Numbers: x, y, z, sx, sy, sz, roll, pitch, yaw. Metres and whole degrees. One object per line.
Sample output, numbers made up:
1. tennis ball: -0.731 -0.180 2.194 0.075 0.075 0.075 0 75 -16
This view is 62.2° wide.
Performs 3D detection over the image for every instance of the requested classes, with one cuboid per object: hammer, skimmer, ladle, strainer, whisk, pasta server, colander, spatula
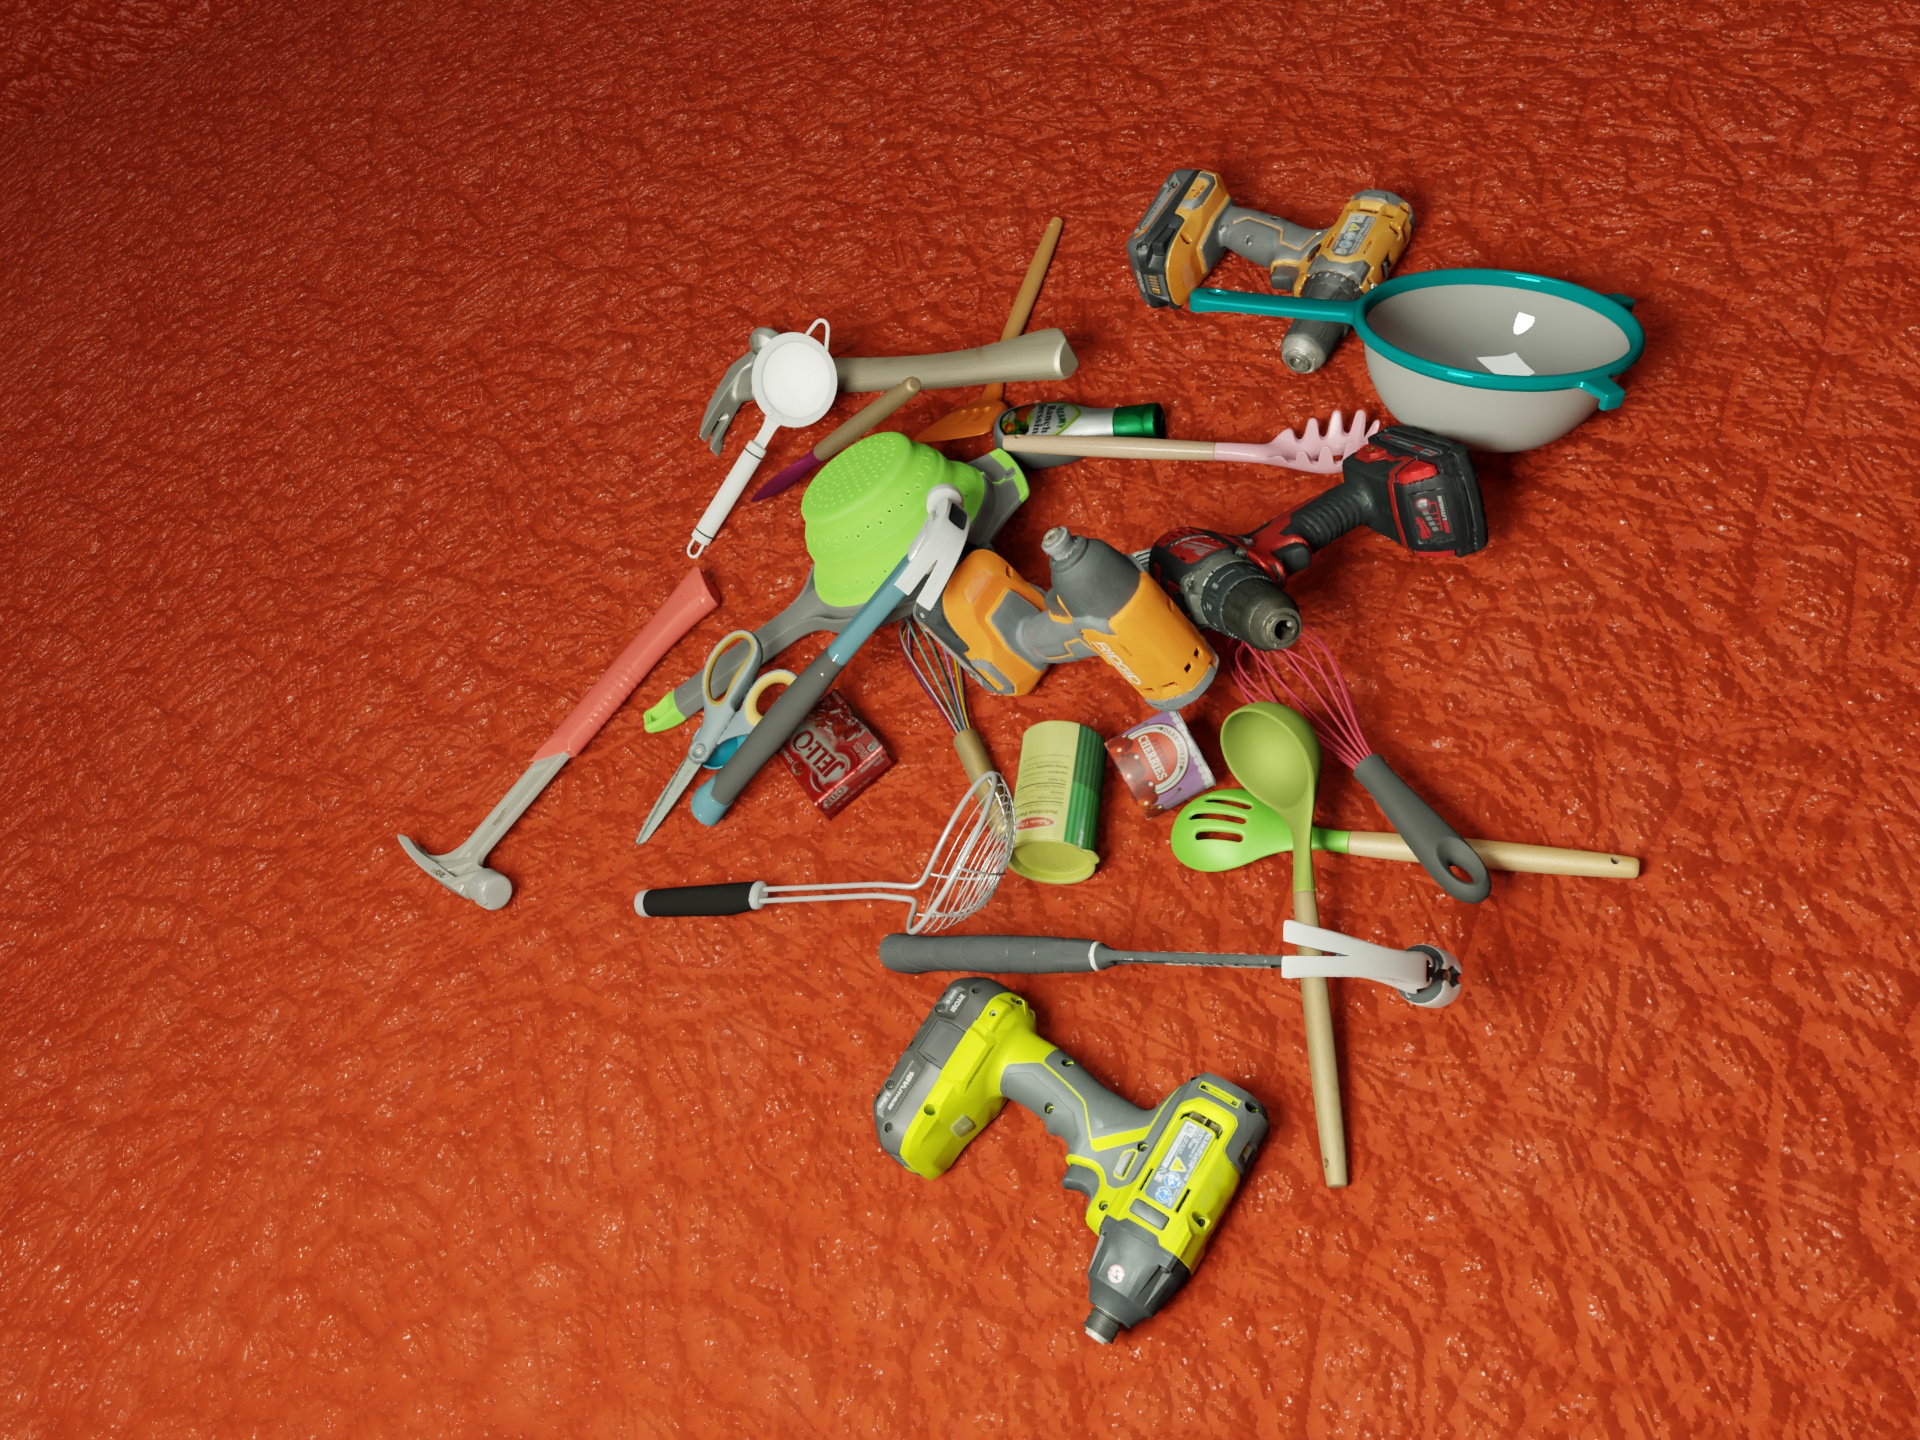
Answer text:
1. hammer: -0.074 -0.319 1.495 0.411 0.038 0.146 5 60 37
2. skimmer: -0.116 0.108 1.180 0.363 0.090 0.127 -7 42 31
3. ladle: 0.216 0.137 1.033 0.062 0.078 0.320 8 64 -19
4. strainer: 0.343 -0.276 1.237 0.340 0.095 0.211 11 39 18
5. whisk: 0.272 0.019 1.099 0.073 0.073 0.296 -32 47 1
6. pasta server: 0.185 -0.232 1.324 0.316 0.040 0.060 6 40 20
7. colander: -0.133 -0.131 1.360 0.397 0.094 0.205 -35 32 7
8. hammer: 0.099 0.153 1.024 0.409 0.149 0.036 -6 73 42
9. spatula: 0.045 -0.372 1.510 0.081 0.041 0.323 -1 55 33
10. hammer: -0.344 0.003 1.422 0.149 0.036 0.359 21 66 41
11. hammer: -0.106 -0.042 1.256 0.331 0.033 0.128 -48 19 18
12. strainer: -0.188 -0.262 1.494 0.087 0.050 0.258 36 102 10
13. whisk: -0.001 -0.005 1.269 0.047 0.051 0.245 -24 53 0

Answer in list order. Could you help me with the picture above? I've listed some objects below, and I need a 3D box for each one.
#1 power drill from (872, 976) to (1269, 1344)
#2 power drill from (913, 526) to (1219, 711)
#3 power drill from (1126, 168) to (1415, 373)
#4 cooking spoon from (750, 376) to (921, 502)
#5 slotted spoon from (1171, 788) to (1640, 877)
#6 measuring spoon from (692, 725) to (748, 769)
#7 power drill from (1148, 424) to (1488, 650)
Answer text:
1. power drill: 0.061 0.274 1.018 0.223 0.080 0.171 23 69 32
2. power drill: 0.065 -0.082 1.177 0.227 0.164 0.084 7 58 54
3. power drill: 0.262 -0.397 1.405 0.226 0.084 0.185 19 68 29
4. cooking spoon: -0.112 -0.241 1.391 0.069 0.017 0.319 -40 11 -28
5. slotted spoon: 0.291 0.083 1.080 0.314 0.031 0.070 4 55 26
6. measuring spoon: -0.164 0.011 1.352 0.128 0.021 0.042 -16 74 3
7. power drill: 0.263 -0.125 1.148 0.226 0.080 0.188 -24 24 -6
